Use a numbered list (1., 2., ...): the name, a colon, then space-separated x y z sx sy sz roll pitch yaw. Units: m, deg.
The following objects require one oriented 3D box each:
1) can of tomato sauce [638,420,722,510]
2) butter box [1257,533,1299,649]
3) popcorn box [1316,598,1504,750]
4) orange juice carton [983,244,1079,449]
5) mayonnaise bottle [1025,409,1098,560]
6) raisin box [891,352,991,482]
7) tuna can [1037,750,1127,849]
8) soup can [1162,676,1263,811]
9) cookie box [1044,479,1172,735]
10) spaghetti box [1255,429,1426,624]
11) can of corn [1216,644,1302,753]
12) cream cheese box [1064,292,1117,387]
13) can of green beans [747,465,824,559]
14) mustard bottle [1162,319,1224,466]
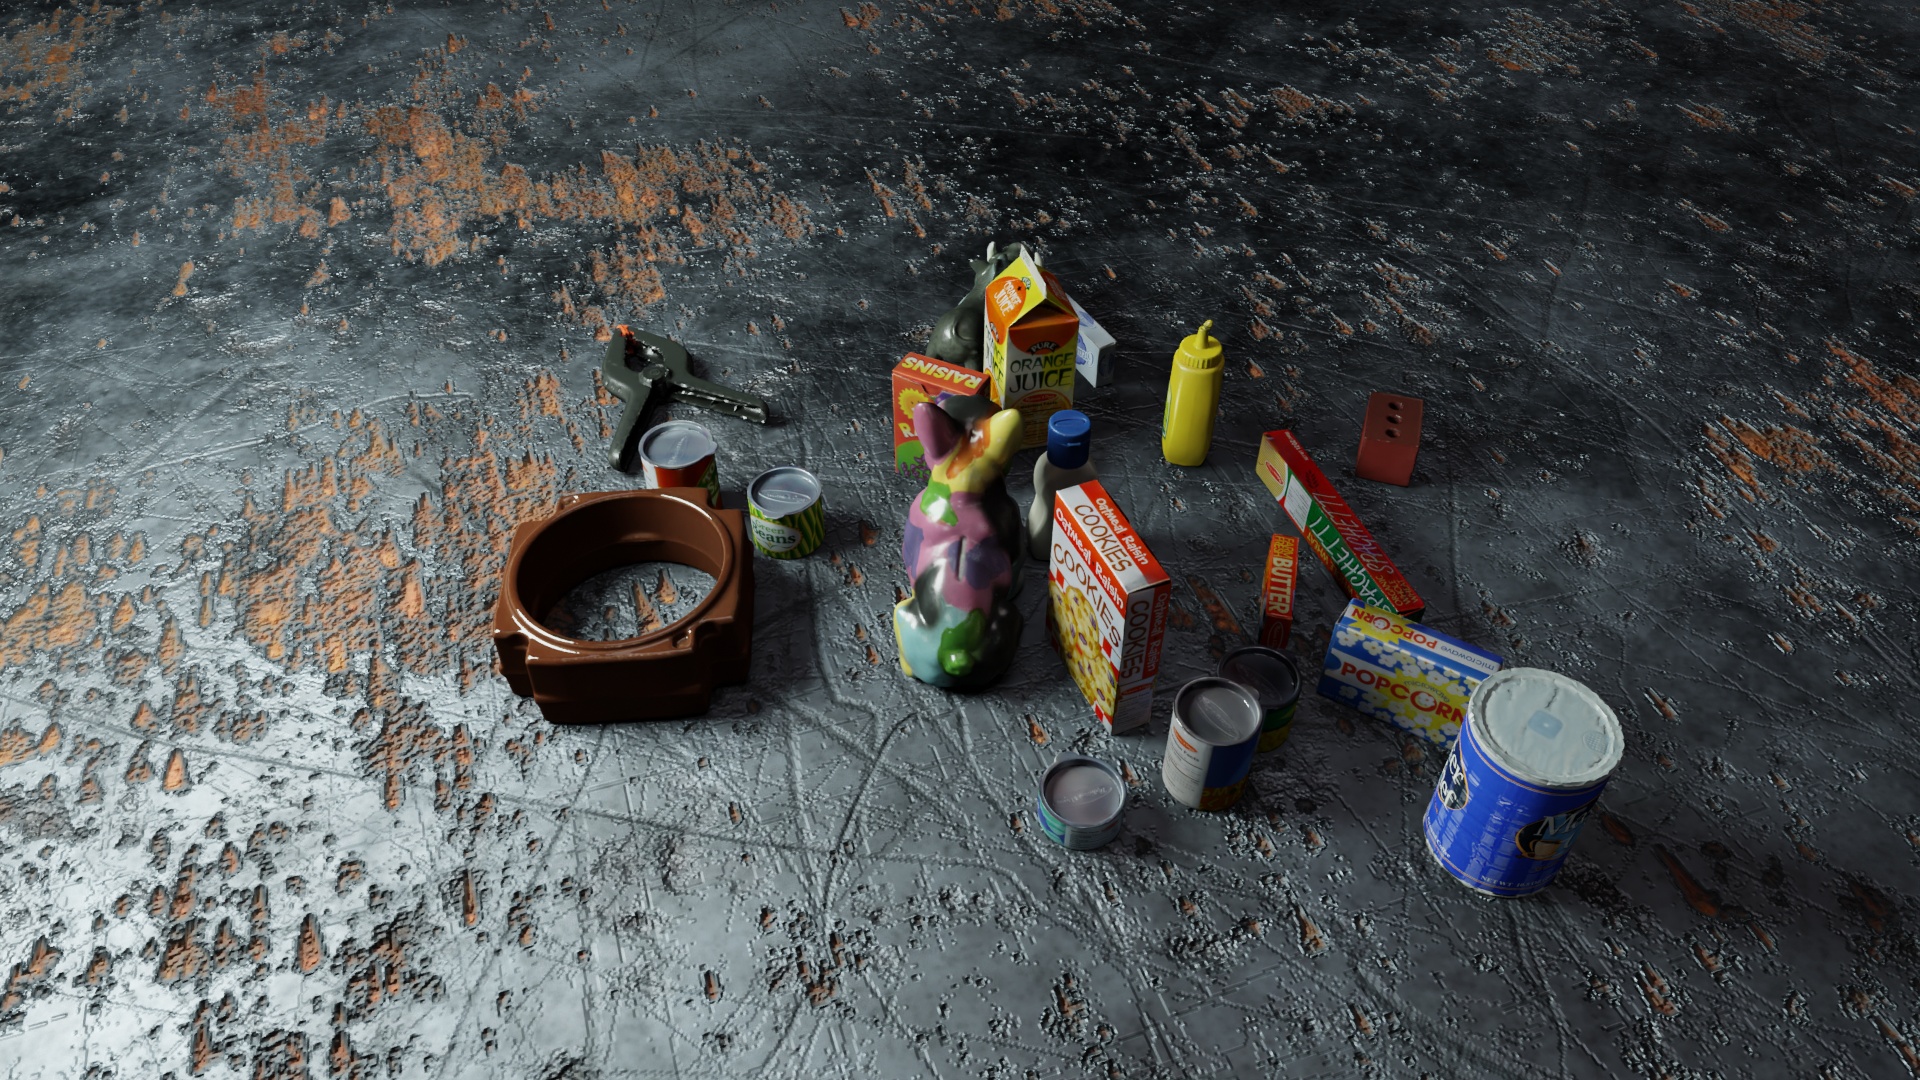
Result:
1. can of tomato sauce: -0.253 -0.057 1.273 0.071 0.082 0.071 1 44 0
2. butter box: 0.273 0.047 1.194 0.024 0.052 0.104 9 44 9
3. popcorn box: 0.357 0.108 1.109 0.127 0.084 0.038 23 48 22
4. orange juice carton: 0.066 -0.183 1.332 0.073 0.191 0.072 -10 45 -11
5. mayonnaise bottle: 0.092 -0.047 1.222 0.065 0.147 0.041 -7 44 -8
6. raisin box: -0.018 -0.108 1.302 0.086 0.122 0.040 19 47 18
7. tuna can: 0.090 0.196 1.049 0.071 0.032 0.071 1 44 0
8. soup can: 0.193 0.155 1.058 0.071 0.083 0.072 1 44 0
9. cookie box: 0.114 0.053 1.103 0.040 0.166 0.123 -16 46 -17
10. spaghetti box: 0.338 -0.005 1.253 0.029 0.049 0.251 -12 45 -13
11. can of corn: 0.236 0.125 1.108 0.071 0.058 0.071 1 44 0
12. cream cheese box: 0.127 -0.211 1.463 0.024 0.053 0.104 -20 47 -20
13. can of green beans: -0.158 -0.025 1.259 0.071 0.057 0.071 1 44 0
14. mustard bottle: 0.222 -0.146 1.319 0.049 0.159 0.066 6 44 6
